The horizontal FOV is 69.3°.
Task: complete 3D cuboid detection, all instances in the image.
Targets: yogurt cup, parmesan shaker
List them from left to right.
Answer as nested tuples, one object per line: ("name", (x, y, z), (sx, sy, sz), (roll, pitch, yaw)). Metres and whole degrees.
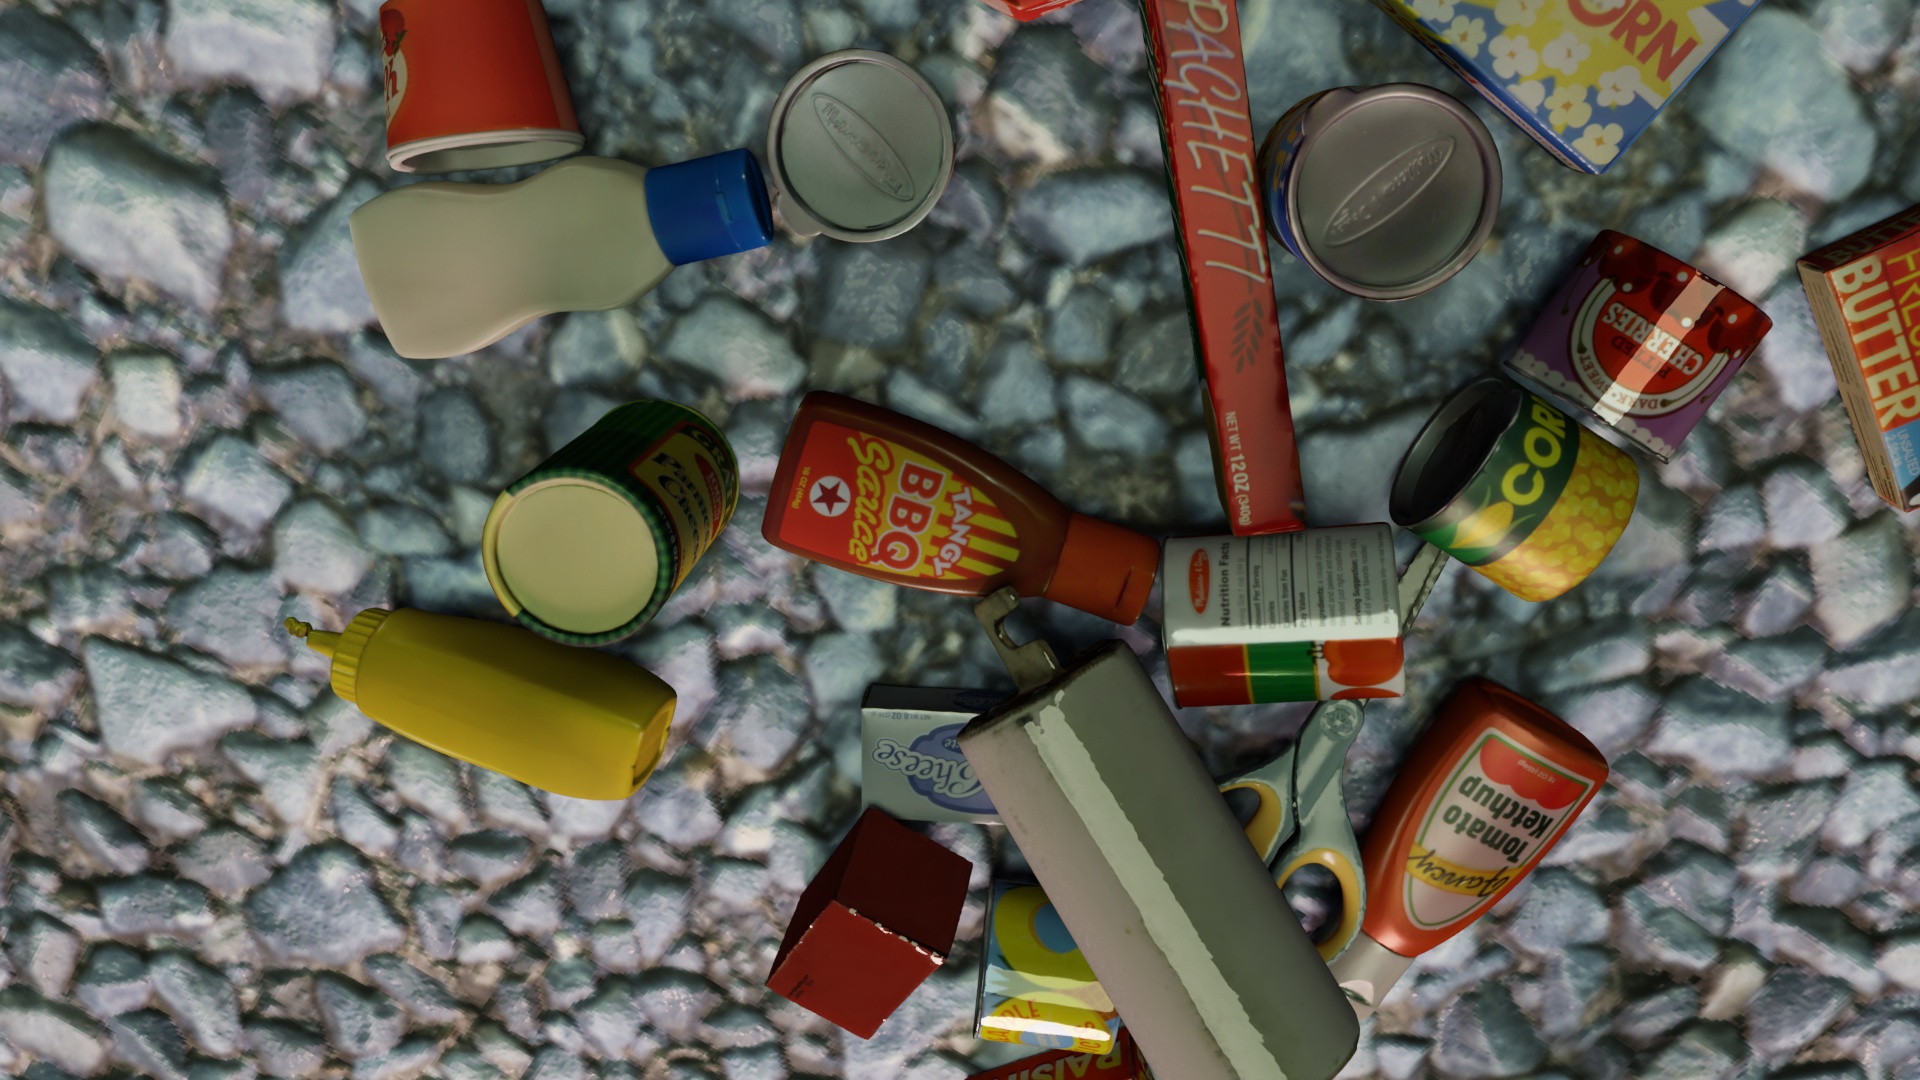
("yogurt cup", (-0.171, -0.162, 0.490), (0.072, 0.072, 0.054), (-7, 99, 6))
("parmesan shaker", (-0.125, -0.006, 0.515), (0.071, 0.103, 0.071), (1, 108, 3))

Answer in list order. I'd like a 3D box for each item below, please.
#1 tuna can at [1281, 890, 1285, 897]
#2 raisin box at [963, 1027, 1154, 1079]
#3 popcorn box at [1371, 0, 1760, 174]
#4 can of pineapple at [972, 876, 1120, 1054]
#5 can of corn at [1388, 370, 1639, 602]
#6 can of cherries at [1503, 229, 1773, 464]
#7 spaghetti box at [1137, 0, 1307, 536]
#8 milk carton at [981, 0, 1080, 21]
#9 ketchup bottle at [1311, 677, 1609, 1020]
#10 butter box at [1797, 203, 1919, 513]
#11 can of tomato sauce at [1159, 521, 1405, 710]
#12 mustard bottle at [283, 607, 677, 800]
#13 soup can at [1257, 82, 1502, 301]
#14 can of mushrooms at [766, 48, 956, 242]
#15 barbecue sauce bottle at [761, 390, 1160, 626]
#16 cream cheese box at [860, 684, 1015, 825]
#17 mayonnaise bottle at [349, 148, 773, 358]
("tuna can", (0.111, 0.168, 0.592), (0.071, 0.033, 0.070), (1, 108, 4))
("raisin box", (0.061, 0.293, 0.633), (0.086, 0.040, 0.123), (-21, 105, 11))
("popcorn box", (0.195, -0.196, 0.467), (0.126, 0.038, 0.085), (37, 108, -8))
("can of pineapple", (0.037, 0.180, 0.582), (0.058, 0.071, 0.070), (6, 108, 2))
("can of corn", (0.203, -0.020, 0.506), (0.058, 0.071, 0.071), (30, 108, -7))
("can of cherries", (0.237, -0.068, 0.488), (0.071, 0.072, 0.058), (30, 107, -6))
("spaghetti box", (0.089, -0.125, 0.491), (0.029, 0.050, 0.249), (-10, 107, 6))
("milk carton", (0.056, -0.207, 0.402), (0.190, 0.072, 0.073), (-19, 105, 9))
("ketchup bottle", (0.194, 0.131, 0.570), (0.065, 0.044, 0.148), (29, 108, -6))
("butter box", (0.350, -0.067, 0.505), (0.053, 0.024, 0.103), (-25, 104, 12))
("can of tomato sauce", (0.121, 0.029, 0.521), (0.083, 0.071, 0.071), (-5, 108, 15))
("mustard bottle", (-0.199, 0.059, 0.565), (0.160, 0.065, 0.048), (17, 103, 4))
("soup can", (0.136, -0.123, 0.470), (0.071, 0.084, 0.071), (1, 108, 3))
("can of mushrooms", (-0.036, -0.141, 0.503), (0.071, 0.033, 0.070), (1, 108, 3))
("barbecue sauce bottle", (0.002, -0.007, 0.538), (0.148, 0.044, 0.064), (18, 107, -3))
("cream cheese box", (0.011, 0.091, 0.579), (0.104, 0.024, 0.053), (2, 109, 3))
("mayonnaise bottle", (-0.145, -0.112, 0.516), (0.148, 0.041, 0.064), (-11, 108, 6))
